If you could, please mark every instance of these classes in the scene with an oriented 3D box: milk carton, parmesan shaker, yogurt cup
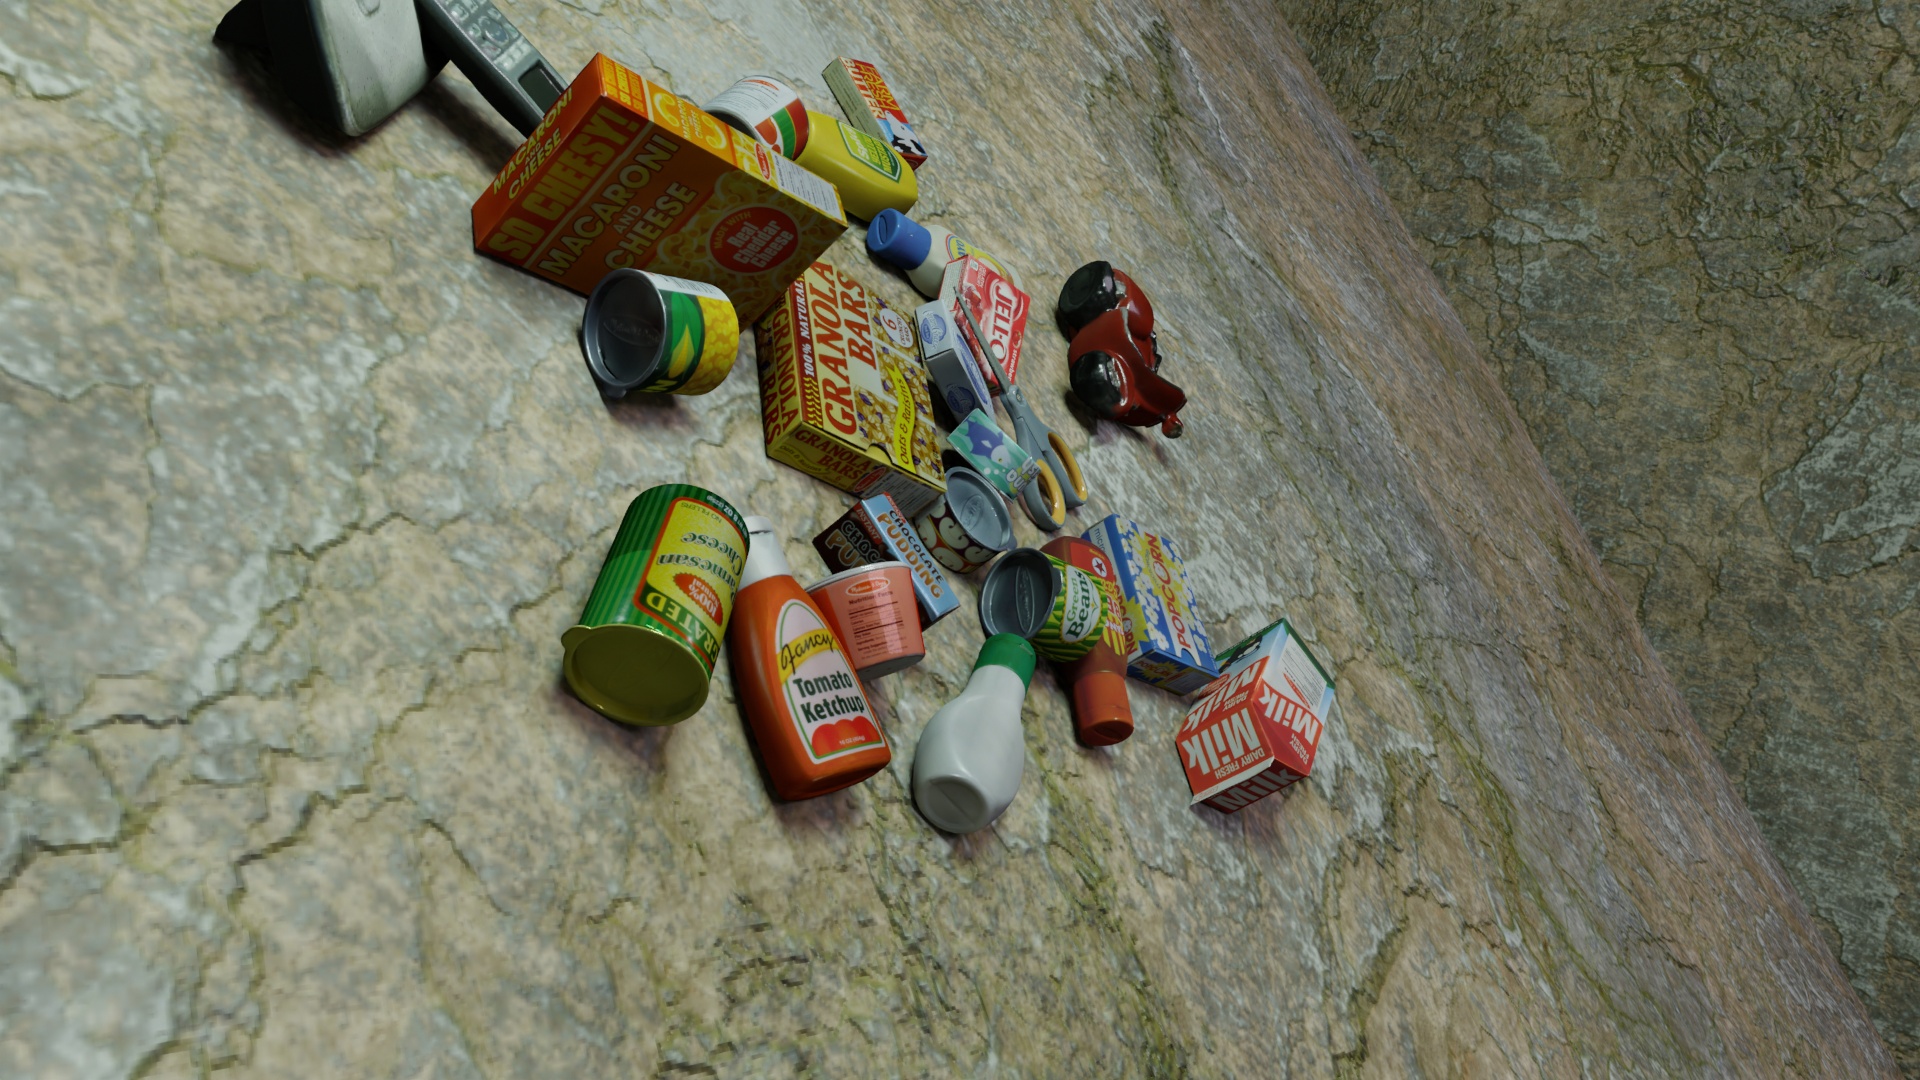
[{"bbox_3d":[0.223,0.139,1.055,0.073,0.072,0.191,52,30,-4],"label":"milk carton"},{"bbox_3d":[-0.144,0.027,0.663,0.071,0.071,0.103,39,34,-25],"label":"parmesan shaker"},{"bbox_3d":[-0.053,0.048,0.774,0.072,0.072,0.054,0,68,-54],"label":"yogurt cup"}]

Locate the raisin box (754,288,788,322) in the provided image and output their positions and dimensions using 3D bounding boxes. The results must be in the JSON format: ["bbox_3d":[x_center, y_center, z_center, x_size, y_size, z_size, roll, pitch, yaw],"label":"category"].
[{"bbox_3d":[-0.171,-0.201,0.874,0.123,0.040,0.086,24,43,-40],"label":"raisin box"}]

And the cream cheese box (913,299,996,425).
[{"bbox_3d":[-0.003,-0.121,1.008,0.103,0.024,0.053,58,16,-51],"label":"cream cheese box"}]

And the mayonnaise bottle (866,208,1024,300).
[{"bbox_3d":[-0.010,-0.218,1.112,0.148,0.041,0.065,21,50,-44],"label":"mayonnaise bottle"}]

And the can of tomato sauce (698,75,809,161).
[{"bbox_3d":[-0.149,-0.275,0.955,0.071,0.071,0.083,46,32,-14],"label":"can of tomato sauce"}]

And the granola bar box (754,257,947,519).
[{"bbox_3d":[-0.075,-0.108,0.917,0.124,0.039,0.166,25,41,-40],"label":"granola bar box"}]

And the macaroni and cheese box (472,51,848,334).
[{"bbox_3d":[-0.167,-0.183,0.782,0.166,0.123,0.040,20,42,-44],"label":"macaroni and cheese box"}]

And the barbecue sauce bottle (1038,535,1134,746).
[{"bbox_3d":[0.089,0.070,0.966,0.065,0.043,0.149,30,39,-38],"label":"barbecue sauce bottle"}]

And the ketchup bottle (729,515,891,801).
[{"bbox_3d":[-0.091,0.059,0.727,0.065,0.043,0.149,-5,63,-46],"label":"ketchup bottle"}]

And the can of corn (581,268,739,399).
[{"bbox_3d":[-0.166,-0.112,0.772,0.058,0.071,0.071,-2,62,-55],"label":"can of corn"}]

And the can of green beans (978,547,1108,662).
[{"bbox_3d":[0.056,0.044,0.923,0.058,0.071,0.071,22,44,-43],"label":"can of green beans"}]

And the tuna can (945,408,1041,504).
[{"bbox_3d":[0.025,-0.059,0.986,0.071,0.033,0.071,44,4,-3],"label":"tuna can"}]

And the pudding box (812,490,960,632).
[{"bbox_3d":[-0.044,0.019,0.826,0.084,0.049,0.030,57,32,4],"label":"pudding box"}]

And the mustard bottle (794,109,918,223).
[{"bbox_3d":[-0.101,-0.290,1.050,0.160,0.048,0.065,13,47,-49],"label":"mustard bottle"}]

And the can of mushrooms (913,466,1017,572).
[{"bbox_3d":[0.003,-0.012,0.937,0.071,0.033,0.071,35,35,-29],"label":"can of mushrooms"}]

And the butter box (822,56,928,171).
[{"bbox_3d":[-0.073,-0.363,1.185,0.053,0.024,0.103,-15,73,-57],"label":"butter box"}]

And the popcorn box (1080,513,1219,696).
[{"bbox_3d":[0.145,0.049,1.068,0.085,0.038,0.127,25,41,-42],"label":"popcorn box"}]

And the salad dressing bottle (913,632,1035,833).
[{"bbox_3d":[0.014,0.109,0.824,0.064,0.044,0.148,45,31,-12],"label":"salad dressing bottle"}]
